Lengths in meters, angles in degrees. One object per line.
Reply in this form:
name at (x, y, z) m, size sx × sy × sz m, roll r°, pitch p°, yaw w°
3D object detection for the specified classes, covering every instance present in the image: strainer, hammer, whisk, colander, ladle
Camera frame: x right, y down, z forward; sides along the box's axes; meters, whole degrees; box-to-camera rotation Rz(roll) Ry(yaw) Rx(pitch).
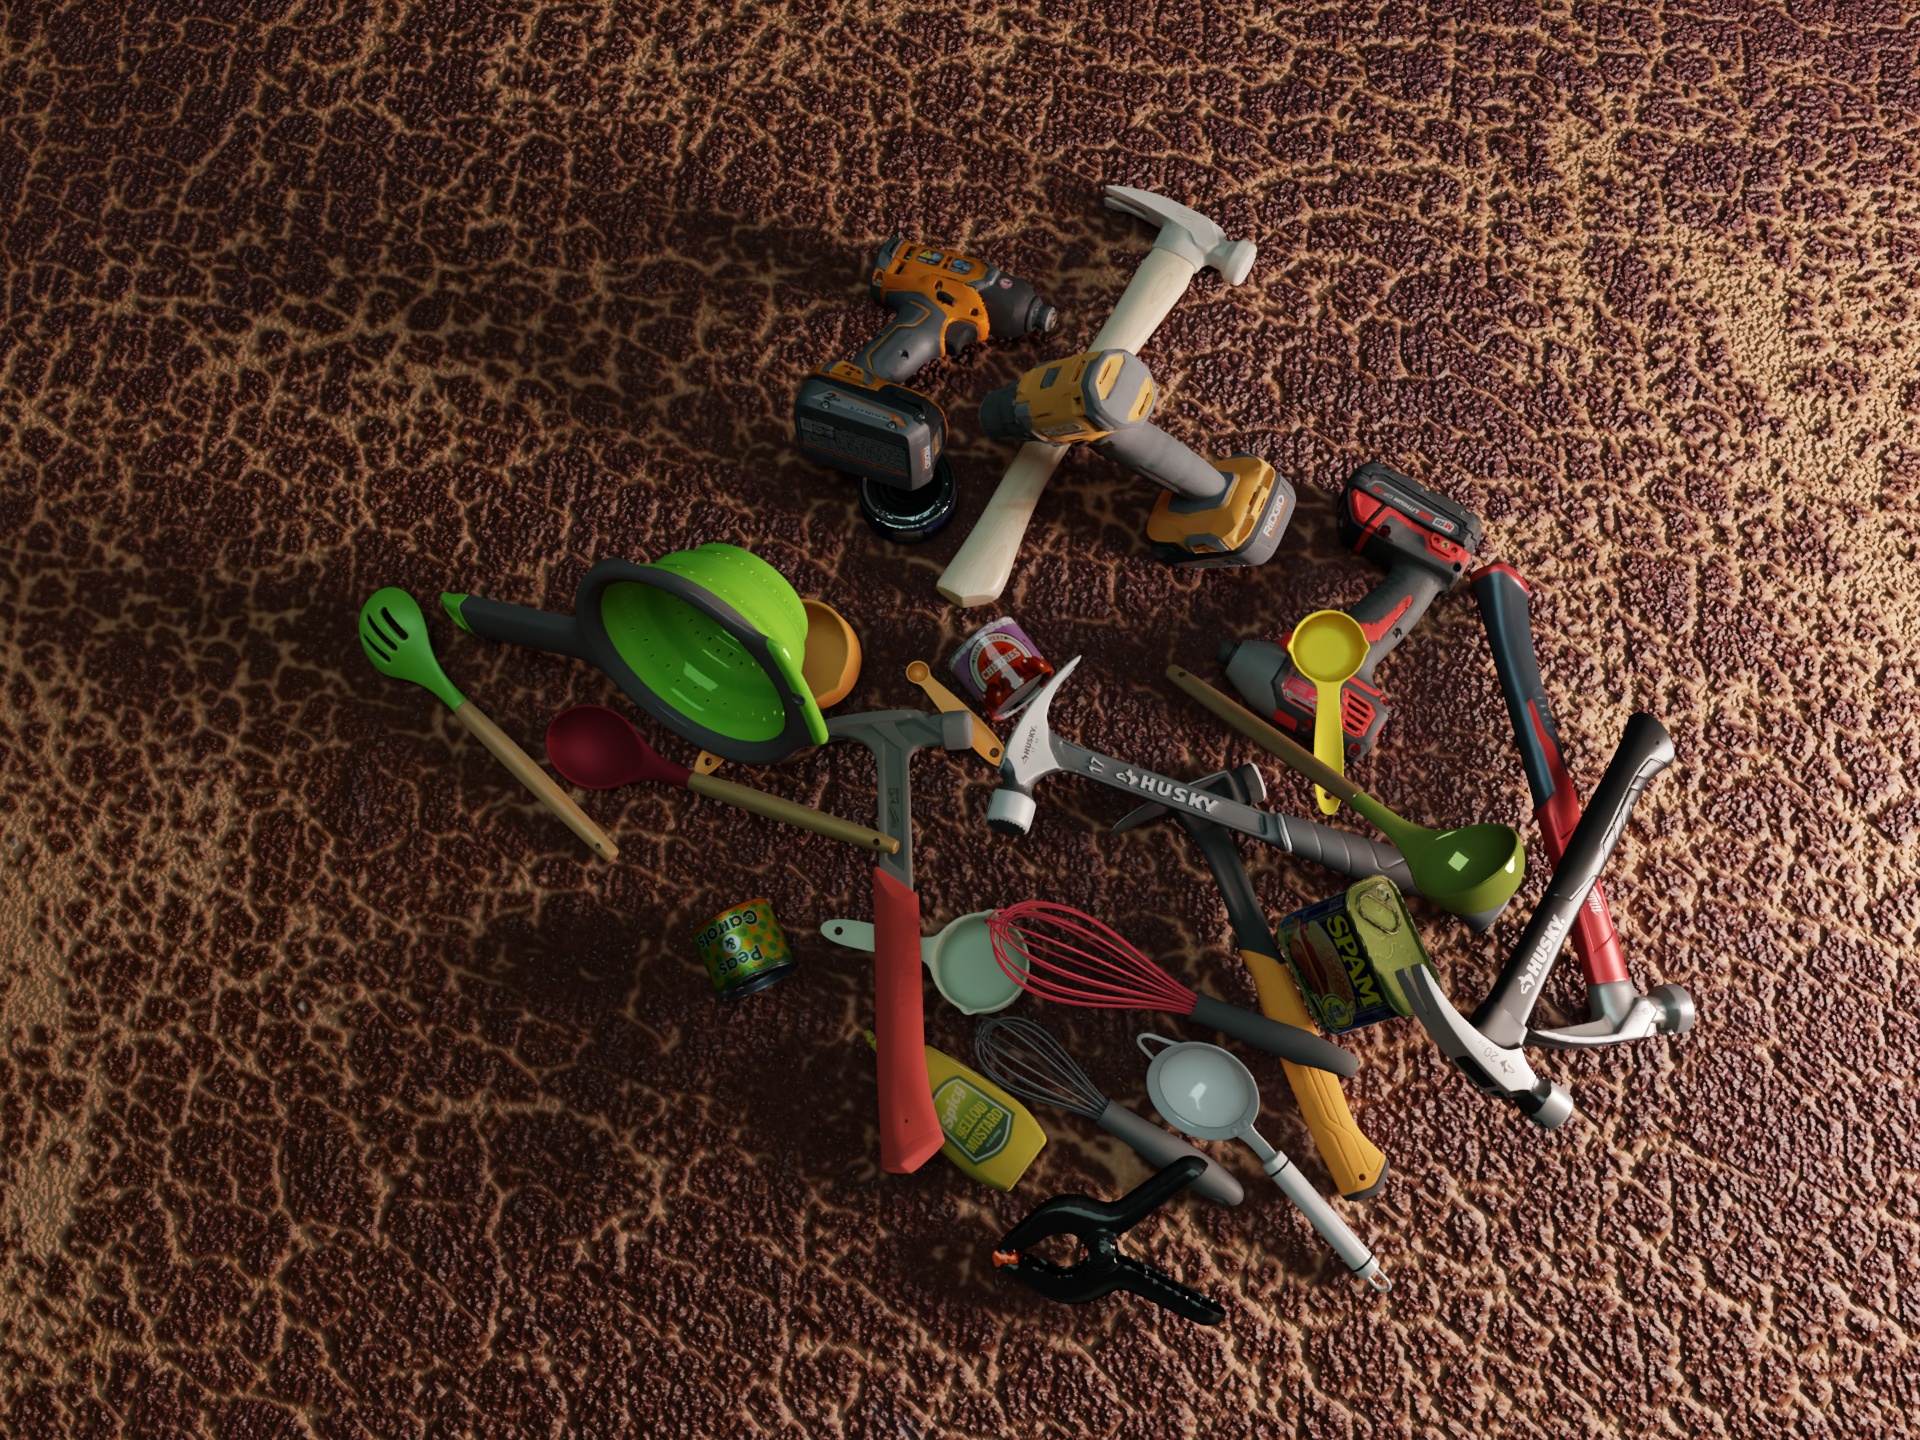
strainer at (0.229, 0.324, 1.185) m, size 0.258 × 0.050 × 0.087 m, roll 48°, pitch 123°, yaw 7°
hammer at (0.443, 0.121, 1.170) m, size 0.146 × 0.035 × 0.335 m, roll 39°, pitch 65°, yaw -2°
whisk at (0.110, 0.293, 1.197) m, size 0.239 × 0.055 × 0.055 m, roll 32°, pitch 78°, yaw 6°
colander at (-0.252, -0.083, 1.259) m, size 0.397 × 0.204 × 0.094 m, roll 13°, pitch 52°, yaw 32°
ladle at (-0.191, 0.054, 1.260) m, size 0.315 × 0.031 × 0.069 m, roll 17°, pitch 96°, yaw 19°
hammer at (0.448, 0.059, 1.237) m, size 0.143 × 0.038 × 0.387 m, roll -4°, pitch 71°, yaw -17°
hammer at (0.233, 0.205, 1.222) m, size 0.127 × 0.034 × 0.337 m, roll -21°, pitch 74°, yaw -4°
hammer at (0.230, 0.075, 1.223) m, size 0.409 × 0.036 × 0.149 m, roll 19°, pitch 68°, yaw -3°
hammer at (-0.058, 0.160, 1.215) m, size 0.149 × 0.036 × 0.359 m, roll -6°, pitch 65°, yaw 8°
hammer at (0.092, -0.278, 1.366) m, size 0.146 × 0.038 × 0.411 m, roll 30°, pitch 78°, yaw 12°
ladle at (0.272, 0.037, 1.176) m, size 0.078 × 0.062 × 0.320 m, roll -41°, pitch 56°, yaw -17°
whisk at (0.154, 0.204, 1.178) m, size 0.296 × 0.073 × 0.073 m, roll 21°, pitch 76°, yaw 2°

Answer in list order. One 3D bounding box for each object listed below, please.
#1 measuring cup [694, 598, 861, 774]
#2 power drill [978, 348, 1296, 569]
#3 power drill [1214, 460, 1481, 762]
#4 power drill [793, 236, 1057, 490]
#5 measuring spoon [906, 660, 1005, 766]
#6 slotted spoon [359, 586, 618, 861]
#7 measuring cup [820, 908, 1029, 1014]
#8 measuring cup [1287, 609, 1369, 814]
measuring cup at (-0.151, -0.019, 1.300) m, size 0.095 × 0.052 × 0.173 m, roll 41°, pitch 94°, yaw 17°
power drill at (0.132, -0.208, 1.268) m, size 0.226 × 0.185 × 0.084 m, roll 32°, pitch 76°, yaw -29°
power drill at (0.311, -0.090, 1.283) m, size 0.143 × 0.078 × 0.220 m, roll 30°, pitch 81°, yaw 10°
power drill at (-0.027, -0.304, 1.335) m, size 0.164 × 0.084 × 0.227 m, roll 19°, pitch 60°, yaw 13°
measuring spoon at (-0.002, -0.004, 1.308) m, size 0.021 × 0.011 × 0.117 m, roll -42°, pitch 80°, yaw -9°
slotted spoon at (-0.393, 0.005, 1.311) m, size 0.314 × 0.031 × 0.070 m, roll 43°, pitch 108°, yaw 10°
measuring cup at (-0.027, 0.182, 1.243) m, size 0.167 × 0.038 × 0.083 m, roll 11°, pitch 73°, yaw 12°
measuring cup at (0.282, -0.006, 1.225) m, size 0.062 × 0.029 × 0.156 m, roll 0°, pitch 89°, yaw 7°
